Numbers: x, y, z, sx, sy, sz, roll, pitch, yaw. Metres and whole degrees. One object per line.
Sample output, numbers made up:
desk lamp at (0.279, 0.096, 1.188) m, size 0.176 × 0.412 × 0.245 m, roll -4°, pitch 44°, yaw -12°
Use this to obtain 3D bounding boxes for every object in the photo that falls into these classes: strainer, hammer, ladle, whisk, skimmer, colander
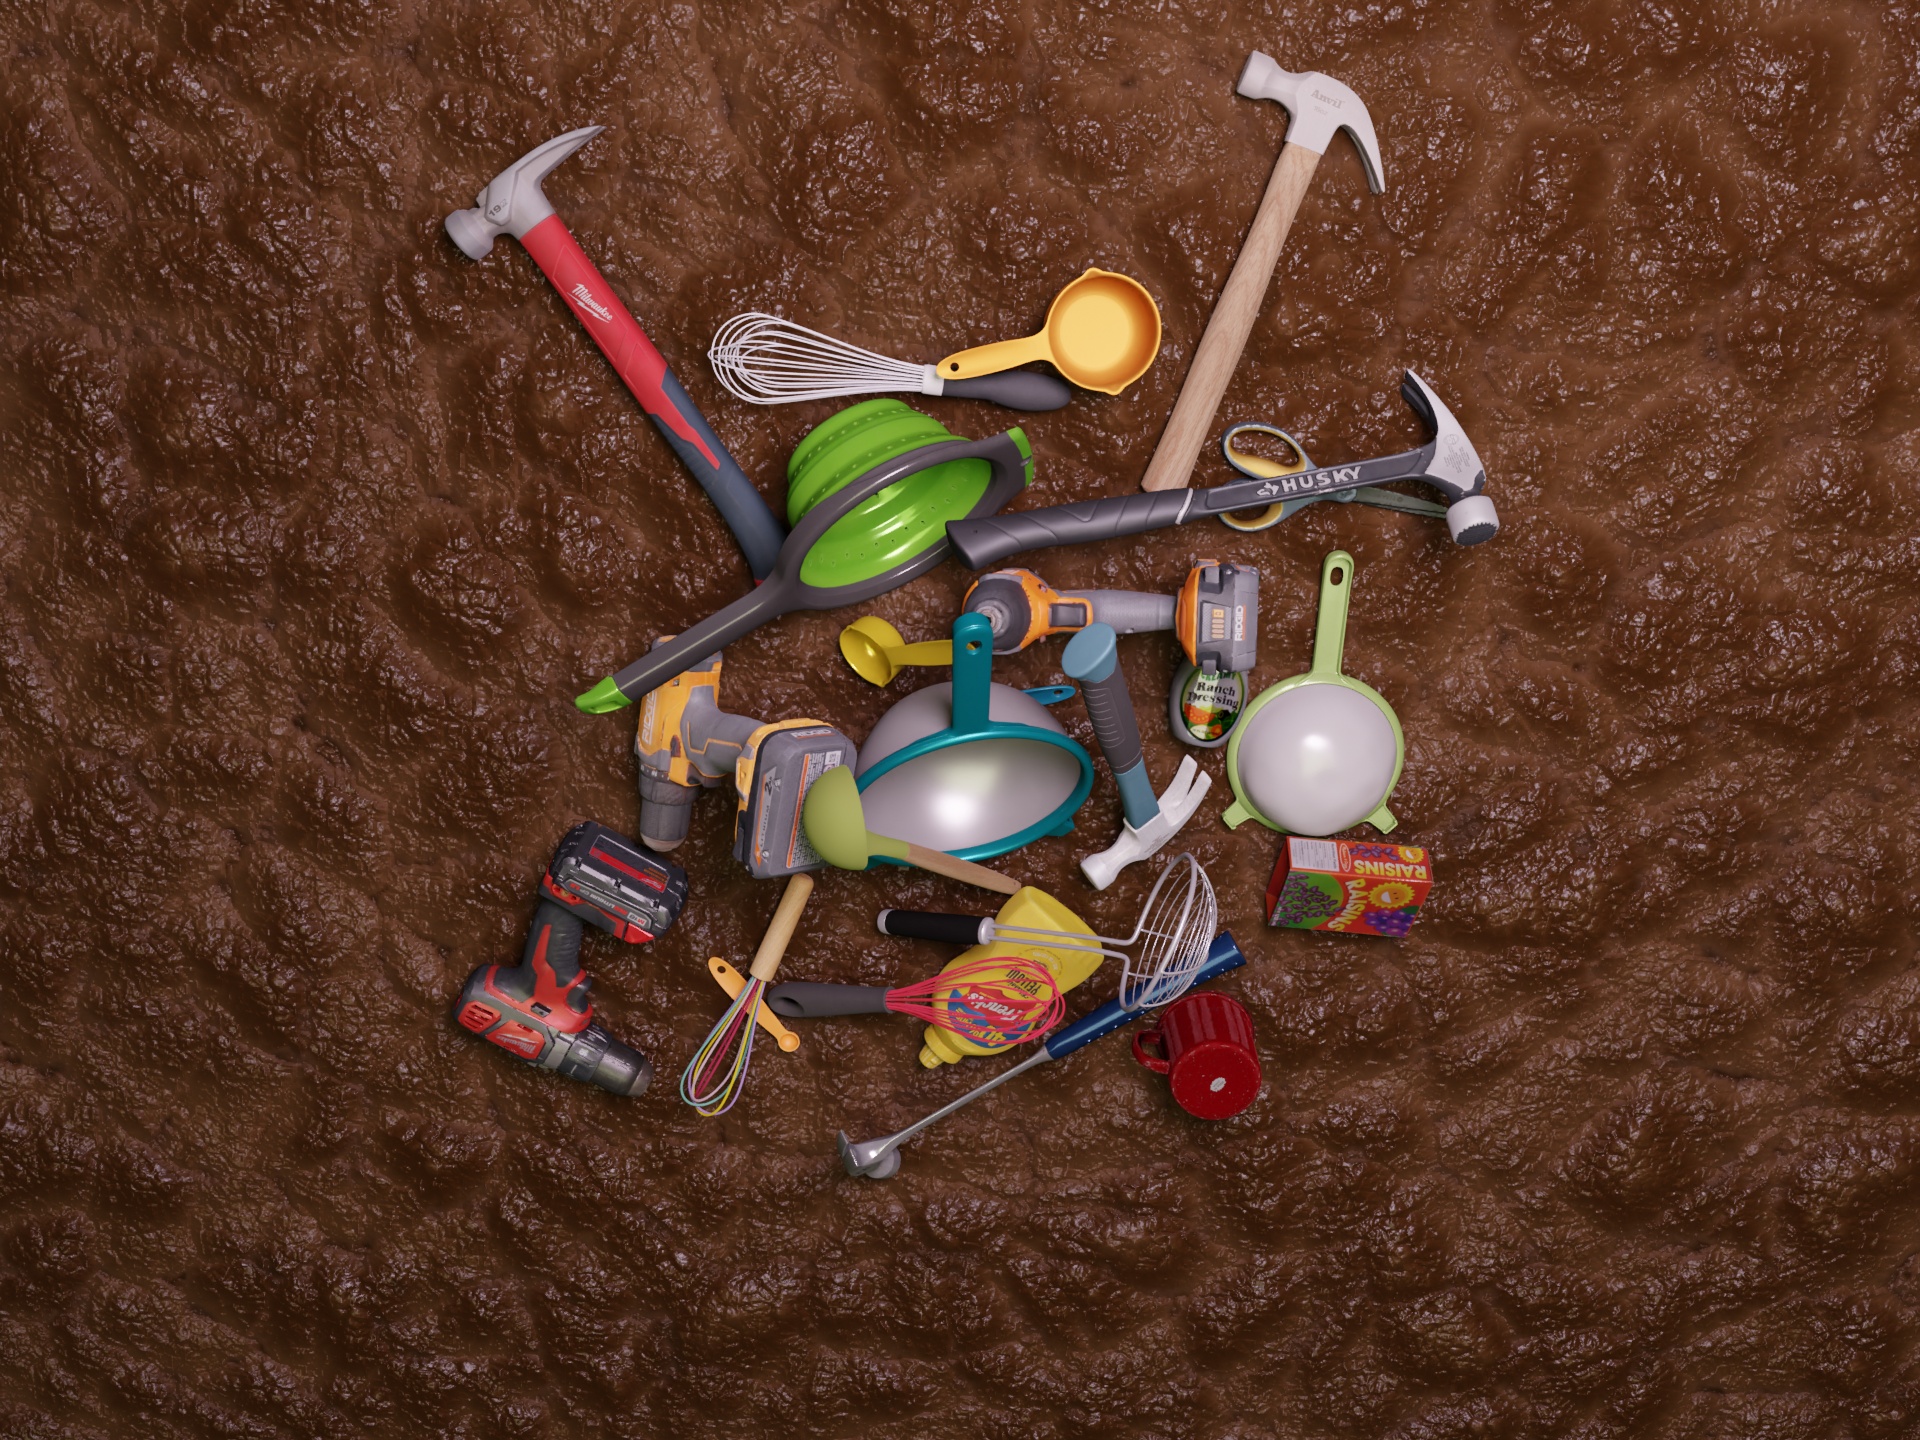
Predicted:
strainer at (0.305, -0.009, 1.316) m, size 0.151 × 0.069 × 0.256 m, roll 2°, pitch 111°, yaw 0°
hammer at (-0.225, -0.268, 1.249) m, size 0.143 × 0.038 × 0.386 m, roll -33°, pitch 106°, yaw 10°
ladle at (-0.023, 0.104, 1.272) m, size 0.062 × 0.320 × 0.078 m, roll -28°, pitch 63°, yaw 22°
whisk at (-0.191, 0.245, 1.423) m, size 0.051 × 0.047 × 0.245 m, roll 22°, pitch 100°, yaw -17°
hammer at (0.191, -0.173, 1.220) m, size 0.409 × 0.036 × 0.149 m, roll -9°, pitch 65°, yaw 1°
hammer at (0.070, 0.301, 1.417) m, size 0.405 × 0.144 × 0.035 m, roll -31°, pitch 68°, yaw 5°
skimmer at (0.052, 0.161, 1.278) m, size 0.363 × 0.127 × 0.090 m, roll -1°, pitch 149°, yaw 42°
hammer at (0.219, -0.326, 1.225) m, size 0.130 × 0.031 × 0.331 m, roll 19°, pitch 109°, yaw -5°
whisk at (-0.054, -0.268, 1.237) m, size 0.284 × 0.070 × 0.070 m, roll 6°, pitch 110°, yaw -6°
strainer at (-0.002, -0.004, 1.249) m, size 0.211 × 0.095 × 0.340 m, roll -9°, pitch 147°, yaw -7°
whisk at (-0.044, 0.241, 1.377) m, size 0.296 × 0.073 × 0.073 m, roll -6°, pitch 111°, yaw 28°
colander at (-0.136, -0.138, 1.225) m, size 0.397 × 0.204 × 0.094 m, roll -31°, pitch 75°, yaw 0°
hammer at (0.127, 0.026, 1.245) m, size 0.128 × 0.033 × 0.330 m, roll -36°, pitch 148°, yaw -7°

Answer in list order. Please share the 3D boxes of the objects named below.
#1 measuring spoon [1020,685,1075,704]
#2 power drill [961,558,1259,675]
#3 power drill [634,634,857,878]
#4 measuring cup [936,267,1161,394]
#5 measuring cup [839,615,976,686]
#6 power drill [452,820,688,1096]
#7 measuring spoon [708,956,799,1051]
measuring spoon at (0.033, -0.022, 1.346) m, size 0.128 × 0.021 × 0.042 m, roll -8°, pitch 139°, yaw -5°
power drill at (0.114, -0.081, 1.225) m, size 0.226 × 0.164 × 0.084 m, roll 2°, pitch 99°, yaw 11°
power drill at (-0.189, 0.051, 1.283) m, size 0.084 × 0.226 × 0.185 m, roll -6°, pitch 116°, yaw -42°
measuring cup at (0.066, -0.289, 1.223) m, size 0.173 × 0.052 × 0.095 m, roll -13°, pitch 105°, yaw 2°
measuring cup at (-0.036, -0.060, 1.278) m, size 0.156 × 0.029 × 0.062 m, roll 0°, pitch 126°, yaw 46°
power drill at (-0.323, 0.223, 1.407) m, size 0.188 × 0.080 × 0.226 m, roll 30°, pitch 110°, yaw -9°
measuring spoon at (-0.188, 0.258, 1.452) m, size 0.021 × 0.011 × 0.117 m, roll -39°, pitch 101°, yaw 11°
